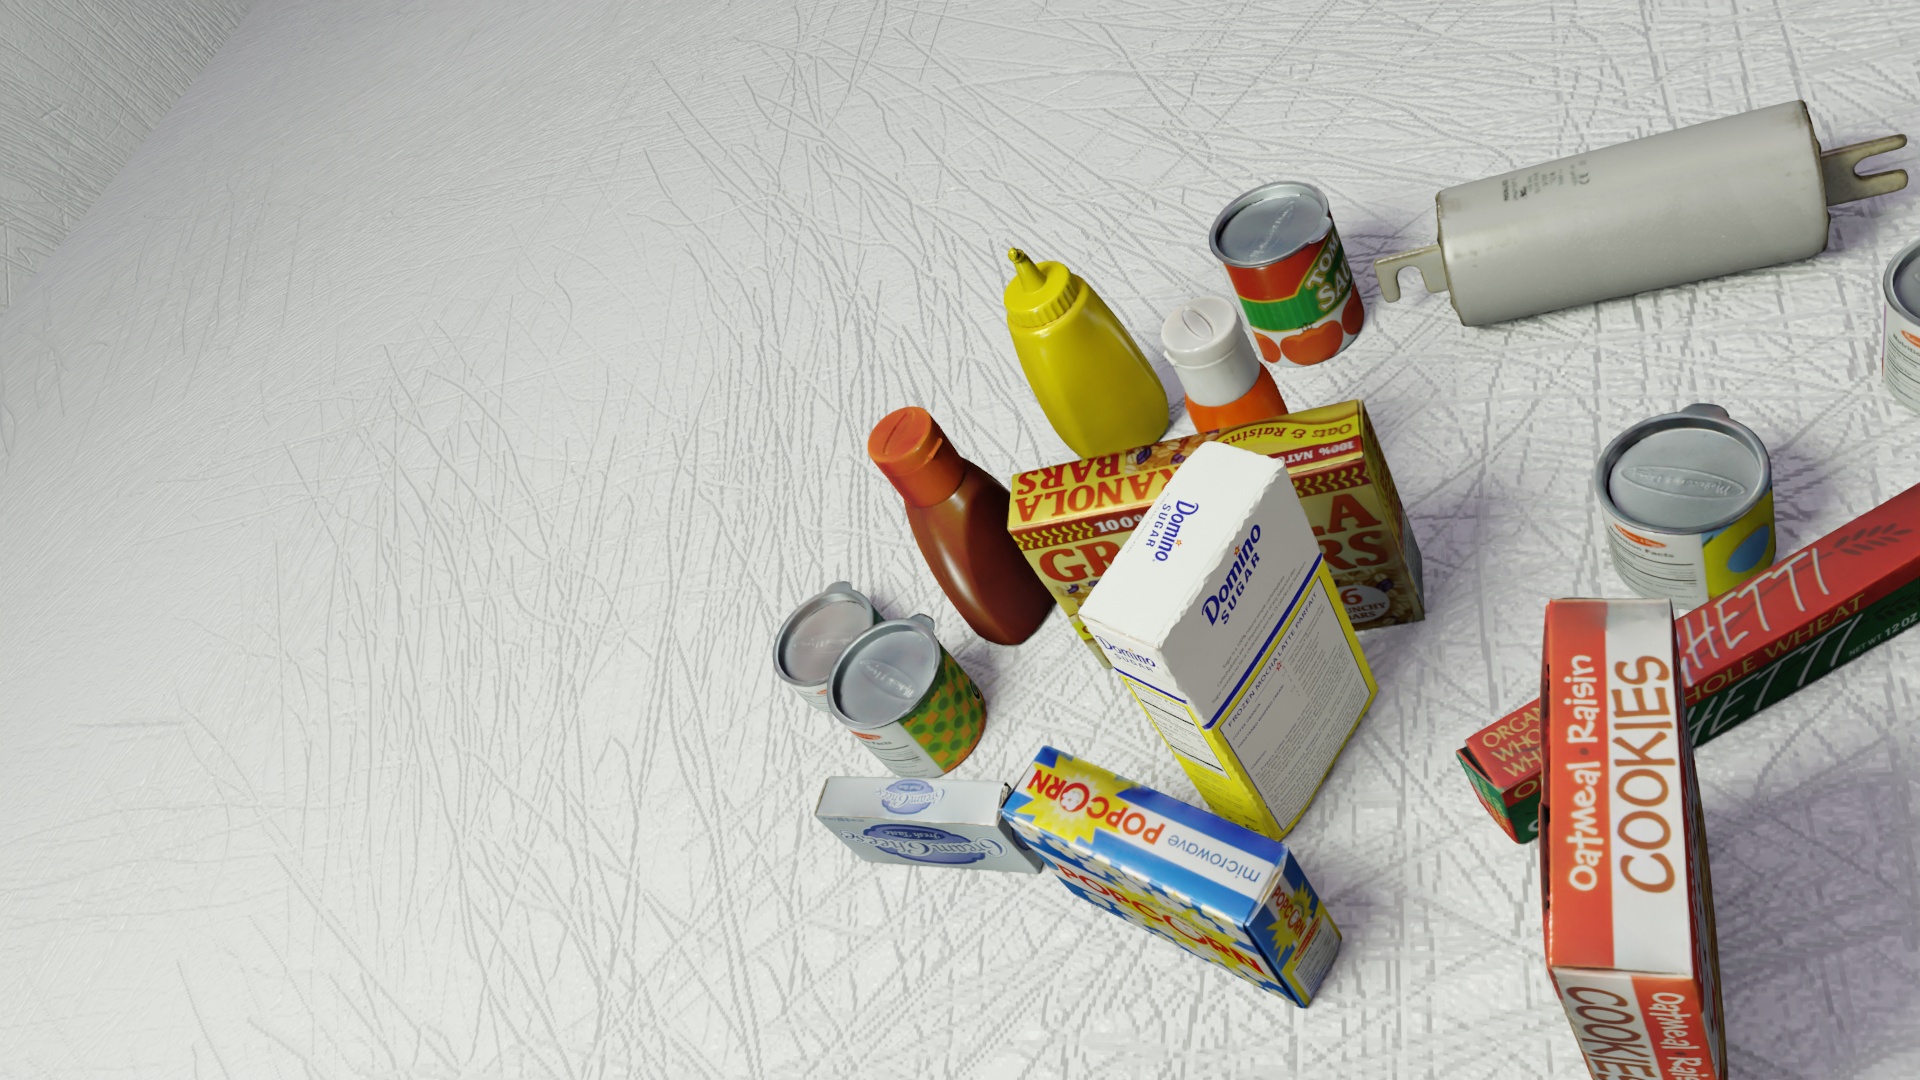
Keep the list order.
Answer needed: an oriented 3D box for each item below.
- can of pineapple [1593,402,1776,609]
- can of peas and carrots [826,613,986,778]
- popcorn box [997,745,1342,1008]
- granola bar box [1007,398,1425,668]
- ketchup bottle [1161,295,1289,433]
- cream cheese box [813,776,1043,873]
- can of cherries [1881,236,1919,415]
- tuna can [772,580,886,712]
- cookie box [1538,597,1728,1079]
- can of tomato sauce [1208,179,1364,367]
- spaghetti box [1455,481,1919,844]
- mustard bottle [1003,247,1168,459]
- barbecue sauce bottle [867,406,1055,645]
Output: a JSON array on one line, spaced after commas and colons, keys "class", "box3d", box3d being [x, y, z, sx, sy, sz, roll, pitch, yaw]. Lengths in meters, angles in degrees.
[{"class": "can of pineapple", "box3d": [0.313, -0.014, 0.597, 0.071, 0.057, 0.071, -18, 46, 19]}, {"class": "can of peas and carrots", "box3d": [-0.026, 0.082, 0.729, 0.071, 0.058, 0.071, -18, 46, 19]}, {"class": "popcorn box", "box3d": [0.088, 0.140, 0.586, 0.127, 0.085, 0.038, 17, 64, 41]}, {"class": "granola bar box", "box3d": [0.122, 0.003, 0.655, 0.165, 0.123, 0.039, -12, 48, 24]}, {"class": "ketchup bottle", "box3d": [0.139, -0.054, 0.677, 0.043, 0.148, 0.065, -33, 43, 4]}, {"class": "cream cheese box", "box3d": [-0.014, 0.138, 0.676, 0.103, 0.053, 0.024, -4, 52, 30]}, {"class": "can of cherries", "box3d": [0.433, -0.094, 0.590, 0.071, 0.058, 0.072, -18, 46, 19]}, {"class": "tuna can", "box3d": [-0.070, 0.061, 0.795, 0.071, 0.032, 0.071, -17, 46, 19]}, {"class": "cookie box", "box3d": [0.225, 0.115, 0.461, 0.040, 0.167, 0.123, -6, 51, 29]}, {"class": "can of tomato sauce", "box3d": [0.185, -0.148, 0.777, 0.071, 0.083, 0.071, -18, 46, 19]}, {"class": "spaghetti box", "box3d": [0.318, 0.041, 0.553, 0.250, 0.050, 0.029, -31, 43, 5]}, {"class": "mustard bottle", "box3d": [0.062, -0.106, 0.763, 0.065, 0.159, 0.049, -38, 43, -1]}, {"class": "barbecue sauce bottle", "box3d": [0.003, -0.009, 0.724, 0.043, 0.148, 0.065, 10, 60, 38]}]
